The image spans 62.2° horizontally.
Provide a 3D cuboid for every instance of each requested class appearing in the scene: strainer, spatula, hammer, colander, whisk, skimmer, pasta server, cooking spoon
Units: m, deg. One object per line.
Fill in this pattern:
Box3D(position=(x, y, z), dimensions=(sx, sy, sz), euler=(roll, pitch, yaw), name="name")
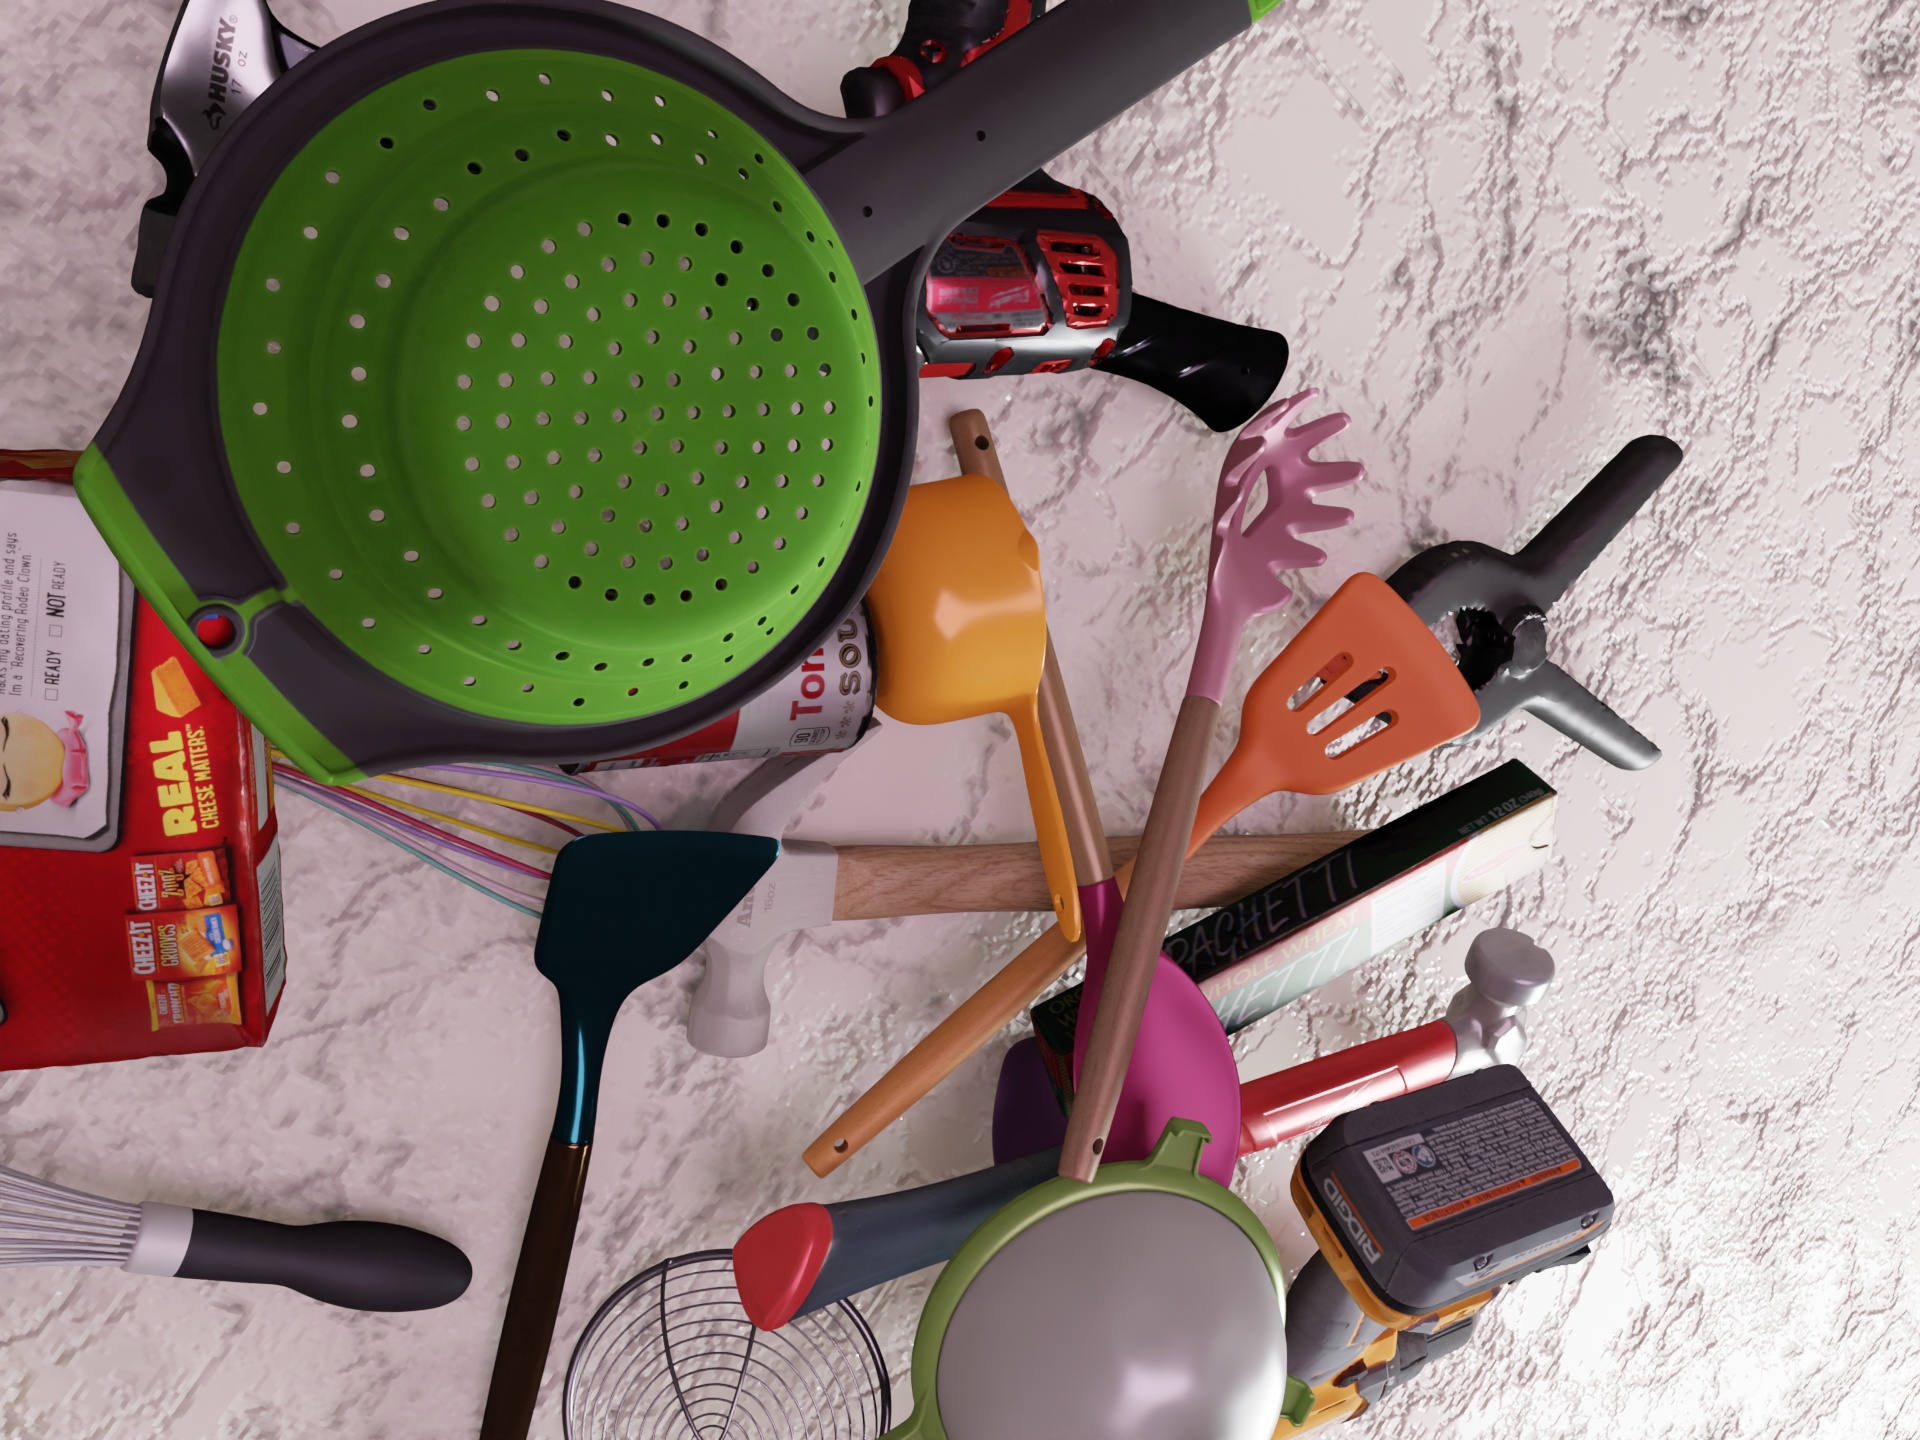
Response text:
Box3D(position=(0.015, 0.265, 0.569), dimensions=(0.256, 0.069, 0.151), euler=(-26, 110, -9), name="strainer")
Box3D(position=(0.059, 0.292, 0.691), dimensions=(0.059, 0.018, 0.316), euler=(-10, 91, -26), name="spatula")
Box3D(position=(-0.051, -0.170, 0.552), dimensions=(0.408, 0.036, 0.149), euler=(8, 98, -29), name="hammer")
Box3D(position=(-0.027, -0.127, 0.420), dimensions=(0.397, 0.095, 0.204), euler=(-38, 116, -15), name="colander")
Box3D(position=(-0.290, 0.160, 0.506), dimensions=(0.284, 0.070, 0.070), euler=(22, 92, -34), name="whisk")
Box3D(position=(-0.001, 0.319, 0.702), dimensions=(0.363, 0.090, 0.127), euler=(28, 86, -39), name="skimmer")
Box3D(position=(0.090, 0.018, 0.601), dimensions=(0.060, 0.040, 0.316), euler=(30, 69, -35), name="pasta server")
Box3D(position=(0.051, 0.062, 0.662), dimensions=(0.331, 0.031, 0.130), euler=(1, 103, -27), name="hammer")
Box3D(position=(-0.143, 0.180, 0.577), dimensions=(0.082, 0.044, 0.317), euler=(5, 106, -40), name="spatula")
Box3D(position=(-0.211, 0.018, 0.517), dimensions=(0.244, 0.047, 0.051), euler=(19, 95, -25), name="whisk")
Box3D(position=(0.045, 0.036, 0.607), dimensions=(0.068, 0.017, 0.319), euler=(-16, 92, -19), name="cooking spoon")
Box3D(position=(0.066, 0.069, 0.629), dimensions=(0.322, 0.041, 0.081), euler=(-40, 95, -11), name="spatula")
Box3D(position=(0.088, 0.189, 0.672), dimensions=(0.386, 0.038, 0.143), euler=(-10, 128, -28), name="hammer")

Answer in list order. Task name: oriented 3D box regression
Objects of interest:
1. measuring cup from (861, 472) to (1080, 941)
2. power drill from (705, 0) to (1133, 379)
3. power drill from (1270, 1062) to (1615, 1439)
Box3D(position=(-0.001, -0.002, 0.564), dimensions=(0.052, 0.095, 0.174), euler=(-10, 79, -21), name="measuring cup")
Box3D(position=(-0.019, -0.218, 0.500), dimensions=(0.143, 0.079, 0.219), euler=(-9, 103, -28), name="power drill")
Box3D(position=(0.196, 0.249, 0.712), dimensions=(0.185, 0.084, 0.226), euler=(-8, 138, -28), name="power drill")
